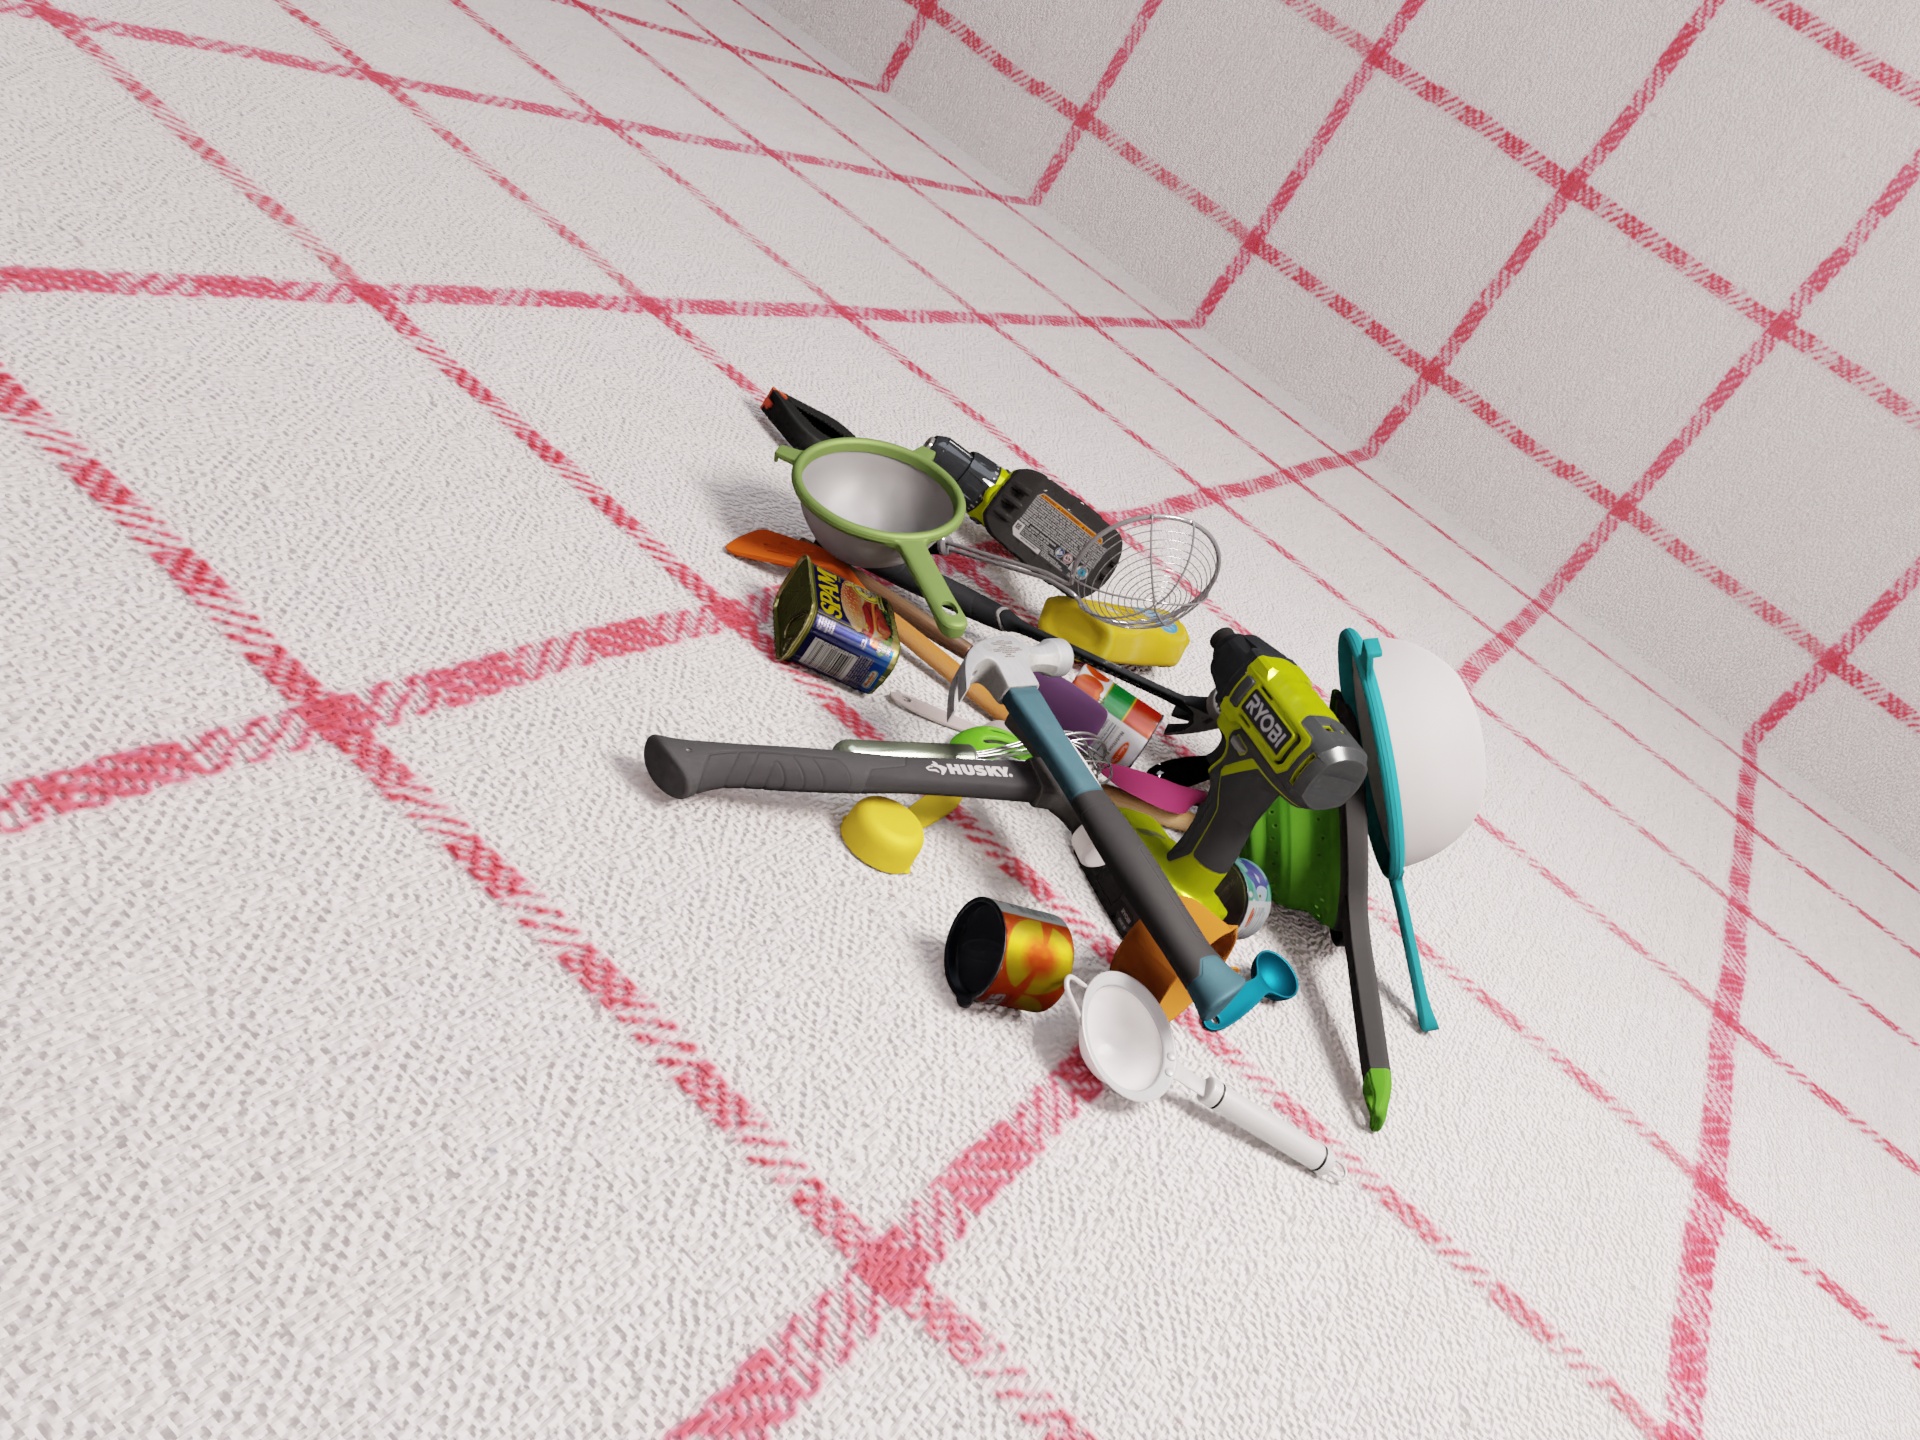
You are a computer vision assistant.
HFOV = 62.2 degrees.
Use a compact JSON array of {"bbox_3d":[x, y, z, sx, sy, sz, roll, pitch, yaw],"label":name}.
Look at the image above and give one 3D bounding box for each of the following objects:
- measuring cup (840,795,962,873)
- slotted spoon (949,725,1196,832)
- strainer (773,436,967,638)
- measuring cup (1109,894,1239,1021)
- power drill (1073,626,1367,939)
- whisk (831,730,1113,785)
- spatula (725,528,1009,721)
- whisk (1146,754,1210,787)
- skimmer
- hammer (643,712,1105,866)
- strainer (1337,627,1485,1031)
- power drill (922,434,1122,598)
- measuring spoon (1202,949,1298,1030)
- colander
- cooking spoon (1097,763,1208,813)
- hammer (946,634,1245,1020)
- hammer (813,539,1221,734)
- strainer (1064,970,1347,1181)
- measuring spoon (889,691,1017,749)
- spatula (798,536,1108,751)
[{"bbox_3d":[-0.030,0.064,1.139,0.062,0.029,0.156,40,28,11],"label":"measuring cup"},{"bbox_3d":[0.127,0.062,1.331,0.313,0.031,0.070,19,36,-30],"label":"slotted spoon"},{"bbox_3d":[-0.056,-0.139,1.329,0.151,0.069,0.257,-5,46,-27],"label":"strainer"},{"bbox_3d":[0.161,0.170,1.144,0.052,0.095,0.173,40,8,23],"label":"measuring cup"},{"bbox_3d":[0.186,0.052,1.189,0.080,0.223,0.171,14,32,-36],"label":"power drill"},{"bbox_3d":[0.013,0.030,1.209,0.246,0.057,0.059,3,36,-31],"label":"whisk"},{"bbox_3d":[-0.055,-0.070,1.353,0.322,0.041,0.081,39,25,1],"label":"spatula"},{"bbox_3d":[0.246,0.043,1.482,0.239,0.055,0.055,-7,47,-48],"label":"whisk"},{"bbox_3d":[0.051,-0.161,1.416,0.363,0.127,0.090,20,60,31],"label":"skimmer"},{"bbox_3d":[-0.053,0.033,1.089,0.334,0.035,0.146,4,43,-30],"label":"hammer"},{"bbox_3d":[0.389,0.083,1.308,0.211,0.095,0.340,-19,97,-82],"label":"strainer"},{"bbox_3d":[0.055,-0.207,1.572,0.190,0.080,0.229,36,5,-19],"label":"power drill"},{"bbox_3d":[0.211,0.209,1.194,0.128,0.021,0.042,-19,68,-48],"label":"measuring spoon"},{"bbox_3d":[0.278,0.147,1.281,0.094,0.204,0.398,-1,46,6],"label":"colander"},{"bbox_3d":[0.227,0.072,1.405,0.318,0.017,0.069,15,20,-45],"label":"cooking spoon"},{"bbox_3d":[0.096,0.064,1.096,0.128,0.033,0.331,-4,48,-37],"label":"hammer"},{"bbox_3d":[0.057,-0.084,1.440,0.409,0.036,0.149,25,-12,-4],"label":"hammer"},{"bbox_3d":[0.157,0.242,1.043,0.258,0.050,0.087,33,45,-15],"label":"strainer"},{"bbox_3d":[-0.002,-0.004,1.302,0.124,0.018,0.034,21,28,-25],"label":"measuring spoon"},{"bbox_3d":[-0.015,-0.070,1.376,0.316,0.060,0.018,34,9,11],"label":"spatula"}]
